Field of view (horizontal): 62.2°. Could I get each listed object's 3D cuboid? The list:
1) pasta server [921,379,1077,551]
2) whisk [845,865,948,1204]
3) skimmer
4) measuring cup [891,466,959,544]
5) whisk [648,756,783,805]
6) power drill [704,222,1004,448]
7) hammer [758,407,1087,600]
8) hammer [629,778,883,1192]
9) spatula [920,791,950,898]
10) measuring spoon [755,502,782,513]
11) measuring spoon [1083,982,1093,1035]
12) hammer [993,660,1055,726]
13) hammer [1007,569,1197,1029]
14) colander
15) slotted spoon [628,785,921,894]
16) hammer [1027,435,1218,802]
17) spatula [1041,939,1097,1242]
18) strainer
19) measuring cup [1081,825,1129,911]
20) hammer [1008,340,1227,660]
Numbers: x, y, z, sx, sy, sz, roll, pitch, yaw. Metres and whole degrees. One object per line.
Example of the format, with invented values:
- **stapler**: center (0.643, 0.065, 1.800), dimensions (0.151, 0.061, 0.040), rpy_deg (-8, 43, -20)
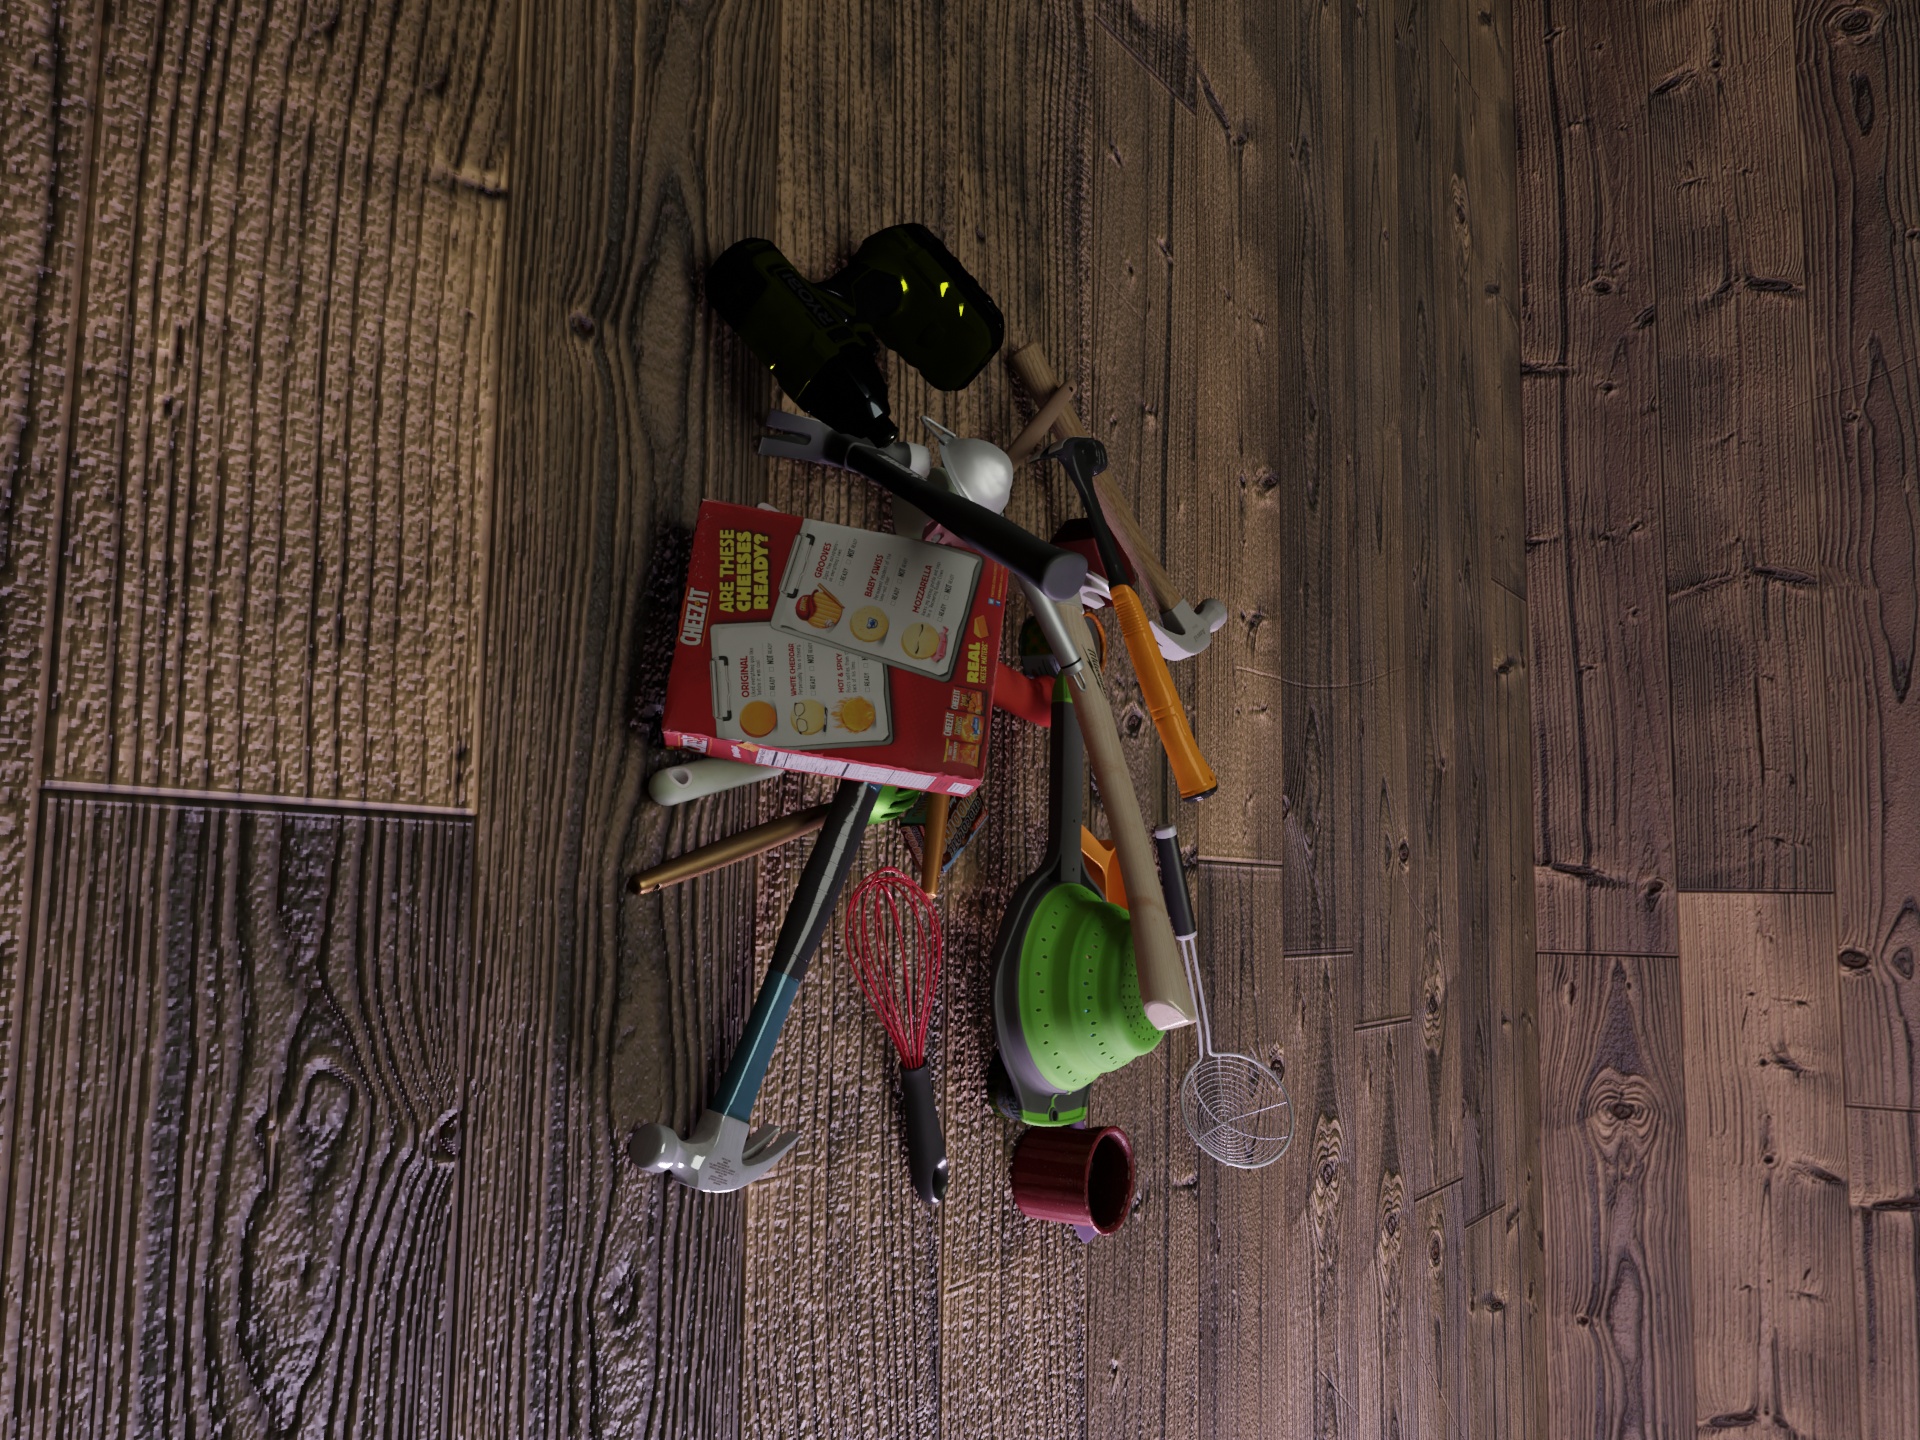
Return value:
- **pasta server**: center (0.042, -0.214, 1.351), dimensions (0.060, 0.040, 0.316), rpy_deg (54, 44, -20)
- **whisk**: center (-0.039, 0.251, 1.244), dimensions (0.073, 0.073, 0.295), rpy_deg (-33, 121, -53)
- **skimmer**: center (0.266, 0.288, 1.674), dimensions (0.127, 0.090, 0.363), rpy_deg (-16, 100, -24)
- **measuring cup**: center (0.004, -0.158, 1.358), dimensions (0.167, 0.038, 0.083), rpy_deg (32, 61, -49)
- **whisk**: center (-0.129, 0.026, 1.139), dimensions (0.058, 0.059, 0.246), rpy_deg (52, 34, 16)
- **power drill**: center (-0.066, -0.288, 1.182), dimensions (0.171, 0.080, 0.223), rpy_deg (49, 37, 3)
- **hammer**: center (-0.019, -0.150, 1.089), dimensions (0.146, 0.335, 0.035), rpy_deg (8, 108, -33)
- **hammer**: center (-0.118, 0.165, 1.107), dimensions (0.128, 0.033, 0.331), rpy_deg (43, 62, -48)
- **spatula**: center (-0.002, -0.004, 1.309), dimensions (0.080, 0.041, 0.323), rpy_deg (64, 27, -57)
- **measuring spoon**: center (-0.117, -0.122, 1.199), dimensions (0.124, 0.018, 0.034), rpy_deg (44, 52, -37)
- **measuring spoon**: center (0.106, 0.239, 1.507), dimensions (0.042, 0.021, 0.128), rpy_deg (-26, 99, -54)
- **hammer**: center (0.024, -0.024, 1.298), dimensions (0.359, 0.037, 0.149), rpy_deg (24, 68, -70)
- **hammer**: center (0.135, 0.055, 1.342), dimensions (0.146, 0.038, 0.411), rpy_deg (12, 59, -52)
- **colander**: center (0.119, 0.144, 1.355), dimensions (0.204, 0.094, 0.397), rpy_deg (17, 71, -54)
- **slotted spoon**: center (-0.119, 0.077, 1.151), dimensions (0.313, 0.031, 0.070), rpy_deg (-19, 144, -52)
- **hammer**: center (0.149, -0.087, 1.388), dimensions (0.127, 0.034, 0.337), rpy_deg (-21, 90, -65)
- **spatula**: center (0.099, 0.340, 1.479), dimensions (0.060, 0.018, 0.316), rpy_deg (-25, 109, -51)
- **strainer**: center (0.047, -0.136, 1.273), dimensions (0.258, 0.050, 0.087), rpy_deg (63, 23, -15)
- **measuring cup**: center (0.117, 0.135, 1.496), dimensions (0.173, 0.052, 0.095), rpy_deg (46, 50, -42)
- **hammer**: center (0.140, -0.203, 1.491), dimensions (0.331, 0.031, 0.130), rpy_deg (58, 40, -9)
